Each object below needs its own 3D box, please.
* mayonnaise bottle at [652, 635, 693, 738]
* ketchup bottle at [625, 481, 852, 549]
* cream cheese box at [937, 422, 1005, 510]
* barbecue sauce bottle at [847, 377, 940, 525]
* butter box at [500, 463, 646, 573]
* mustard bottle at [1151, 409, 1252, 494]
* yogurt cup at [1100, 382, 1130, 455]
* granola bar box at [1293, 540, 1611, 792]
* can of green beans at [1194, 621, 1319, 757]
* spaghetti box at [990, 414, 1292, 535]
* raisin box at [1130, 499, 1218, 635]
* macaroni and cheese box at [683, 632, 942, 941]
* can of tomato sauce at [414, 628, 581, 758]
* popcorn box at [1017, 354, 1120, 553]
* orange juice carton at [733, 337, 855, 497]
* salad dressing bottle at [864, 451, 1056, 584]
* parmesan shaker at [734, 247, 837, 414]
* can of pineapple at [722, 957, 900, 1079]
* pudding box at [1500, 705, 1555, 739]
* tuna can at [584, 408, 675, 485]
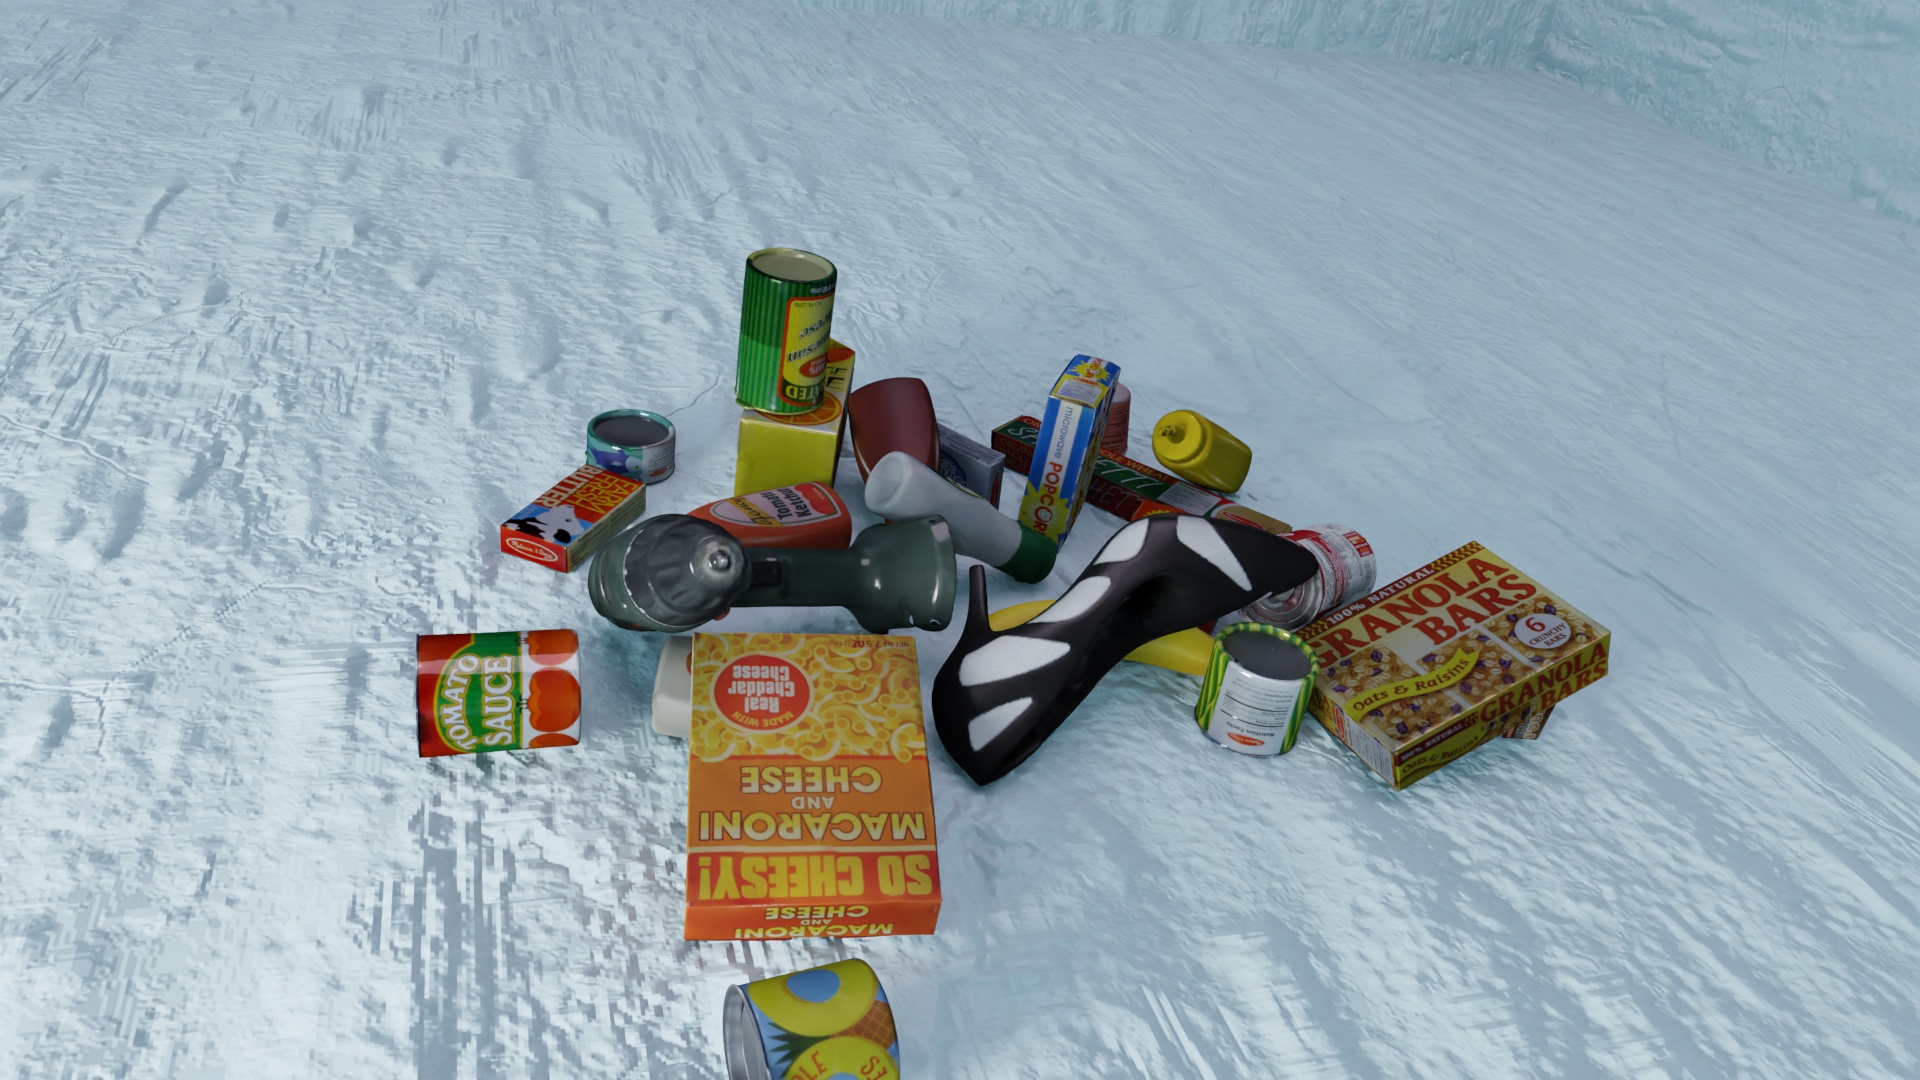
[{"bbox_3d":[-0.101,0.089,0.808,0.148,0.041,0.065,5,34,-7],"label":"mayonnaise bottle"},{"bbox_3d":[-0.152,-0.004,0.950,0.149,0.043,0.065,-12,37,-31],"label":"ketchup bottle"},{"bbox_3d":[-0.013,-0.059,1.070,0.104,0.053,0.024,28,36,29],"label":"cream cheese box"},{"bbox_3d":[-0.043,-0.050,1.011,0.065,0.043,0.149,-12,56,1],"label":"barbecue sauce bottle"},{"bbox_3d":[-0.265,-0.016,0.957,0.053,0.024,0.104,17,32,12],"label":"butter box"},{"bbox_3d":[0.184,-0.073,1.088,0.065,0.049,0.160,23,3,24],"label":"mustard bottle"},{"bbox_3d":[0.114,-0.106,1.184,0.072,0.053,0.073,7,31,-4],"label":"yogurt cup"},{"bbox_3d":[0.304,0.076,0.887,0.166,0.039,0.124,-25,36,-13],"label":"granola bar box"},{"bbox_3d":[0.185,0.092,0.867,0.071,0.057,0.071,7,30,-4],"label":"can of green beans"},{"bbox_3d":[0.139,-0.040,1.104,0.250,0.028,0.050,25,34,25],"label":"spaghetti box"},{"bbox_3d":[0.152,0.021,0.996,0.086,0.039,0.124,17,31,15],"label":"raisin box"},{"bbox_3d":[-0.079,0.124,0.721,0.124,0.040,0.167,2,46,-11],"label":"macaroni and cheese box"},{"bbox_3d":[-0.250,0.082,0.753,0.083,0.070,0.071,-2,32,-19],"label":"can of tomato sauce"},{"bbox_3d":[0.080,-0.066,1.036,0.038,0.126,0.085,18,31,9],"label":"popcorn box"},{"bbox_3d":[-0.126,-0.101,1.091,0.073,0.071,0.193,8,31,-3],"label":"orange juice carton"},{"bbox_3d":[0.003,-0.012,0.945,0.147,0.044,0.064,27,-9,-37],"label":"salad dressing bottle"},{"bbox_3d":[-0.128,-0.150,1.000,0.071,0.102,0.071,8,31,-5],"label":"parmesan shaker"},{"bbox_3d":[-0.063,0.215,0.583,0.058,0.070,0.071,-6,34,-25],"label":"can of pineapple"},{"bbox_3d":[0.365,0.089,0.931,0.030,0.049,0.084,5,31,-11],"label":"pudding box"},{"bbox_3d":[-0.250,-0.071,1.045,0.071,0.032,0.071,7,30,-4],"label":"tuna can"}]
